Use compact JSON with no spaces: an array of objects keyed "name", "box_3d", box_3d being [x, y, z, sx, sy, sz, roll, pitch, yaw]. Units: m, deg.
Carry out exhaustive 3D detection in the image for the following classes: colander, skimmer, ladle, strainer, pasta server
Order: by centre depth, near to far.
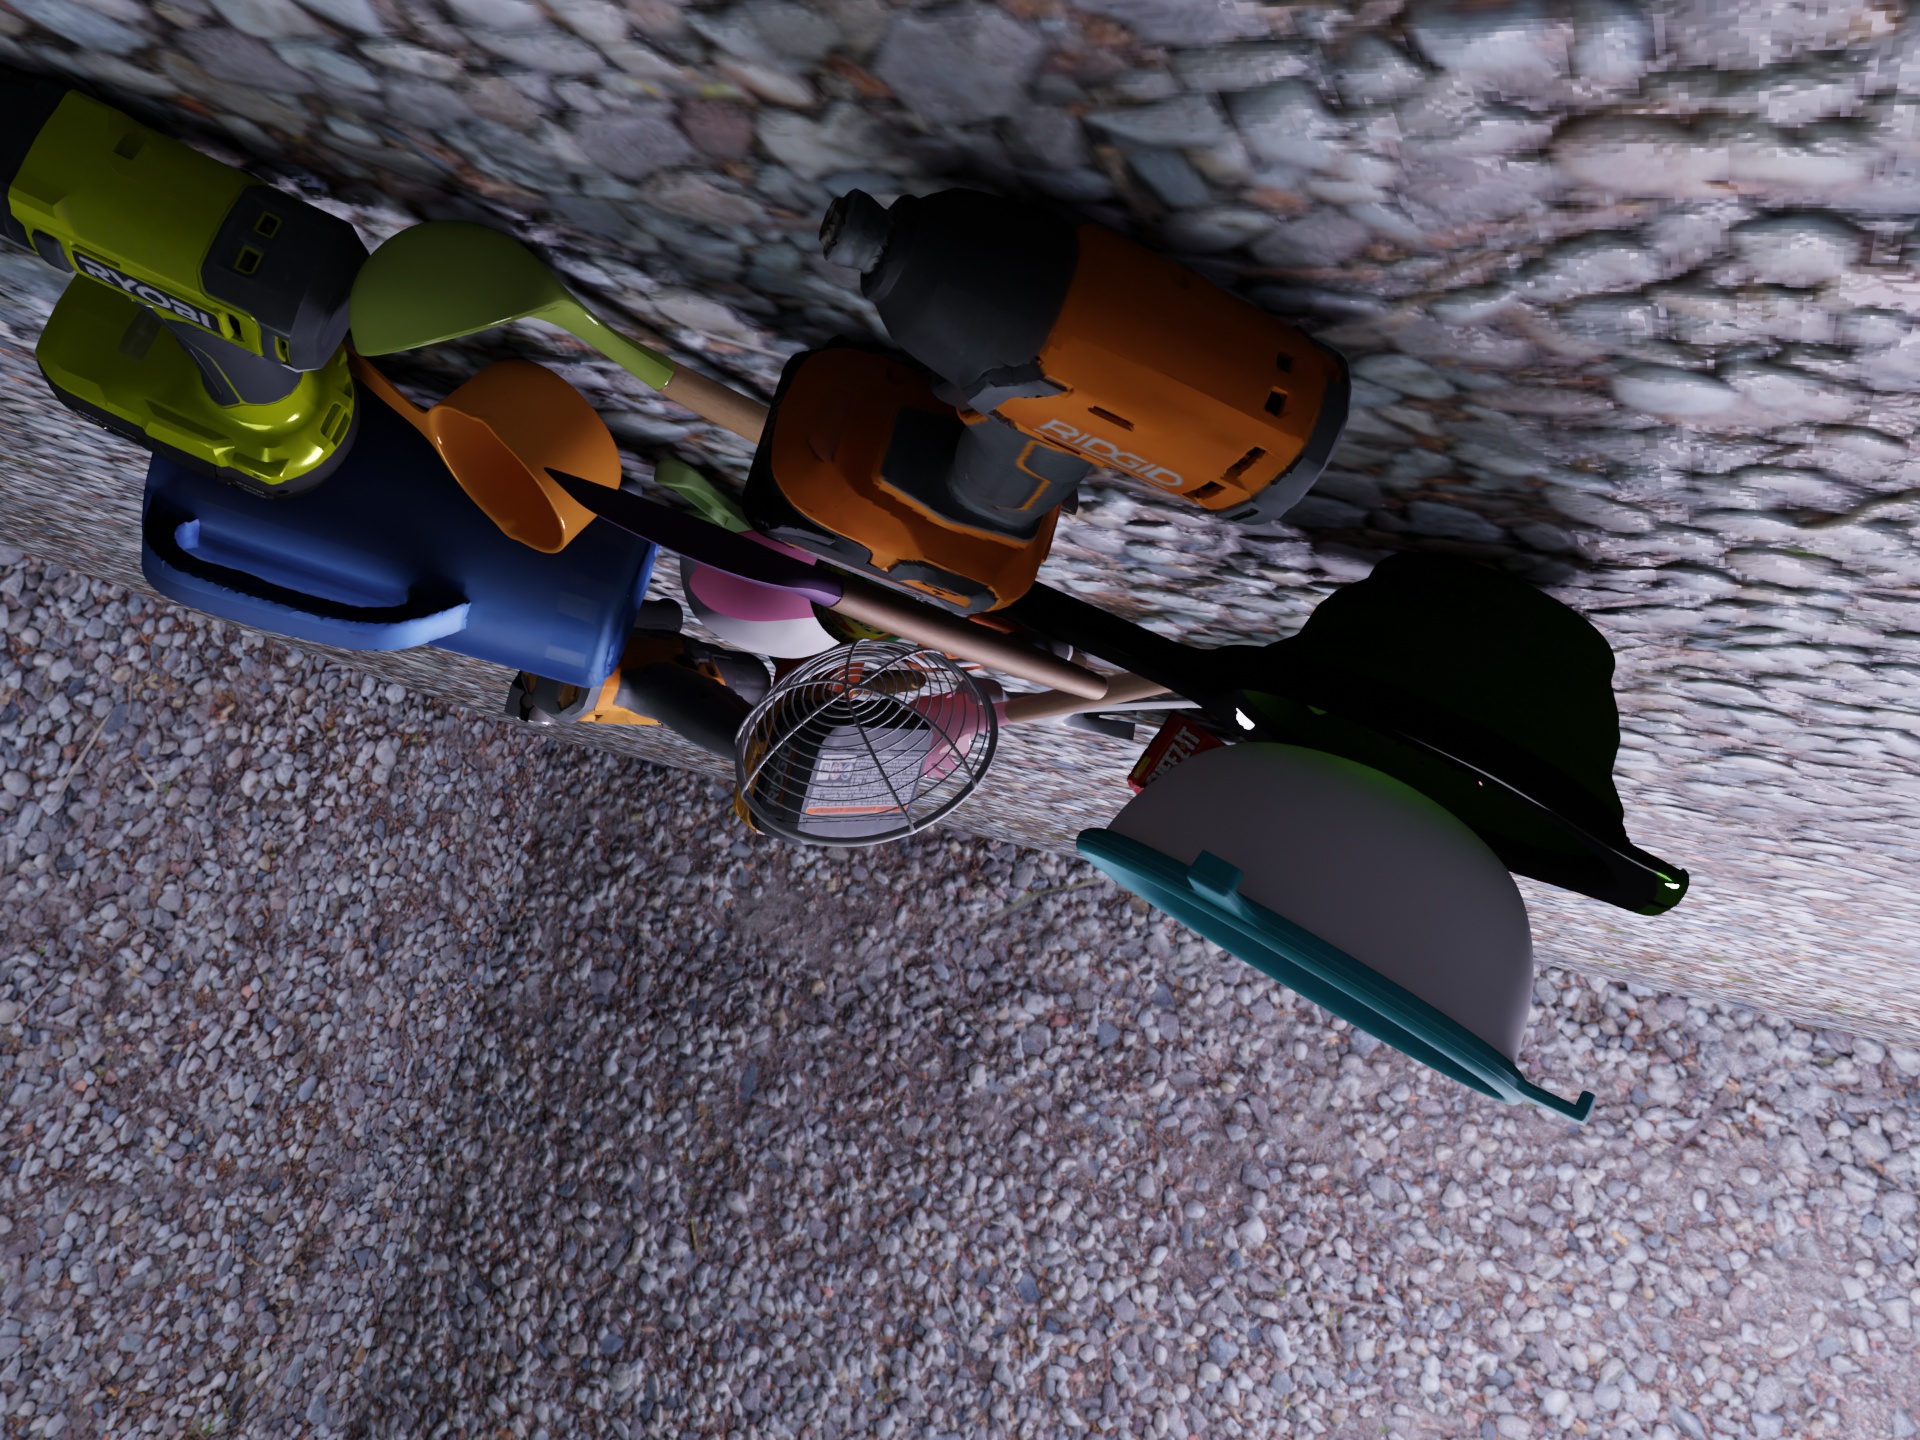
[{"name":"ladle","box_3d":[-0.112,-0.128,0.688,0.078,0.062,0.320,8,172,41]},{"name":"colander","box_3d":[0.146,-0.043,0.724,0.397,0.094,0.204,26,175,21]},{"name":"strainer","box_3d":[0.147,0.065,0.740,0.211,0.095,0.340,32,176,-13]},{"name":"skimmer","box_3d":[-0.001,-0.003,0.880,0.127,0.090,0.363,9,-173,19]},{"name":"strainer","box_3d":[-0.129,-0.086,0.952,0.151,0.069,0.256,13,173,15]},{"name":"pasta server","box_3d":[0.058,-0.009,1.027,0.040,0.060,0.316,8,166,-42]}]

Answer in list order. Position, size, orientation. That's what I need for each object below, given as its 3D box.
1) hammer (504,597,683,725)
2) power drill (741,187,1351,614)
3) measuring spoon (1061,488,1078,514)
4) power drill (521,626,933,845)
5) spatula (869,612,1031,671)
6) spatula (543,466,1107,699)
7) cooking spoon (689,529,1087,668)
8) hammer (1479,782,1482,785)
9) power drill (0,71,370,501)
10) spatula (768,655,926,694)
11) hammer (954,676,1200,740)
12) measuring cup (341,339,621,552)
[{"name":"hammer","box_3d":[-0.246,-0.079,1.141,0.035,0.146,0.335,15,-177,1]},{"name":"power drill","box_3d":[0.001,-0.107,0.546,0.164,0.084,0.226,21,167,-21]},{"name":"measuring spoon","box_3d":[-0.001,-0.122,0.688,0.124,0.018,0.034,24,-176,-15]},{"name":"power drill","box_3d":[-0.126,0.000,0.964,0.226,0.084,0.185,23,-169,31]},{"name":"spatula","box_3d":[-0.078,-0.069,1.161,0.323,0.041,0.081,13,174,42]},{"name":"spatula","box_3d":[-0.035,-0.047,0.669,0.315,0.018,0.060,17,-163,-47]},{"name":"cooking spoon","box_3d":[-0.029,-0.063,0.984,0.318,0.068,0.017,12,-144,-43]},{"name":"hammer","box_3d":[0.344,0.038,1.029,0.143,0.038,0.386,2,167,12]},{"name":"power drill","box_3d":[-0.333,-0.177,0.661,0.171,0.080,0.223,24,164,-12]},{"name":"spatula","box_3d":[-0.084,-0.040,1.216,0.082,0.044,0.317,16,175,-21]},{"name":"hammer","box_3d":[0.161,-0.012,1.000,0.144,0.035,0.405,6,175,-32]},{"name":"measuring cup","box_3d":[-0.238,-0.155,0.772,0.174,0.052,0.095,39,155,11]}]
